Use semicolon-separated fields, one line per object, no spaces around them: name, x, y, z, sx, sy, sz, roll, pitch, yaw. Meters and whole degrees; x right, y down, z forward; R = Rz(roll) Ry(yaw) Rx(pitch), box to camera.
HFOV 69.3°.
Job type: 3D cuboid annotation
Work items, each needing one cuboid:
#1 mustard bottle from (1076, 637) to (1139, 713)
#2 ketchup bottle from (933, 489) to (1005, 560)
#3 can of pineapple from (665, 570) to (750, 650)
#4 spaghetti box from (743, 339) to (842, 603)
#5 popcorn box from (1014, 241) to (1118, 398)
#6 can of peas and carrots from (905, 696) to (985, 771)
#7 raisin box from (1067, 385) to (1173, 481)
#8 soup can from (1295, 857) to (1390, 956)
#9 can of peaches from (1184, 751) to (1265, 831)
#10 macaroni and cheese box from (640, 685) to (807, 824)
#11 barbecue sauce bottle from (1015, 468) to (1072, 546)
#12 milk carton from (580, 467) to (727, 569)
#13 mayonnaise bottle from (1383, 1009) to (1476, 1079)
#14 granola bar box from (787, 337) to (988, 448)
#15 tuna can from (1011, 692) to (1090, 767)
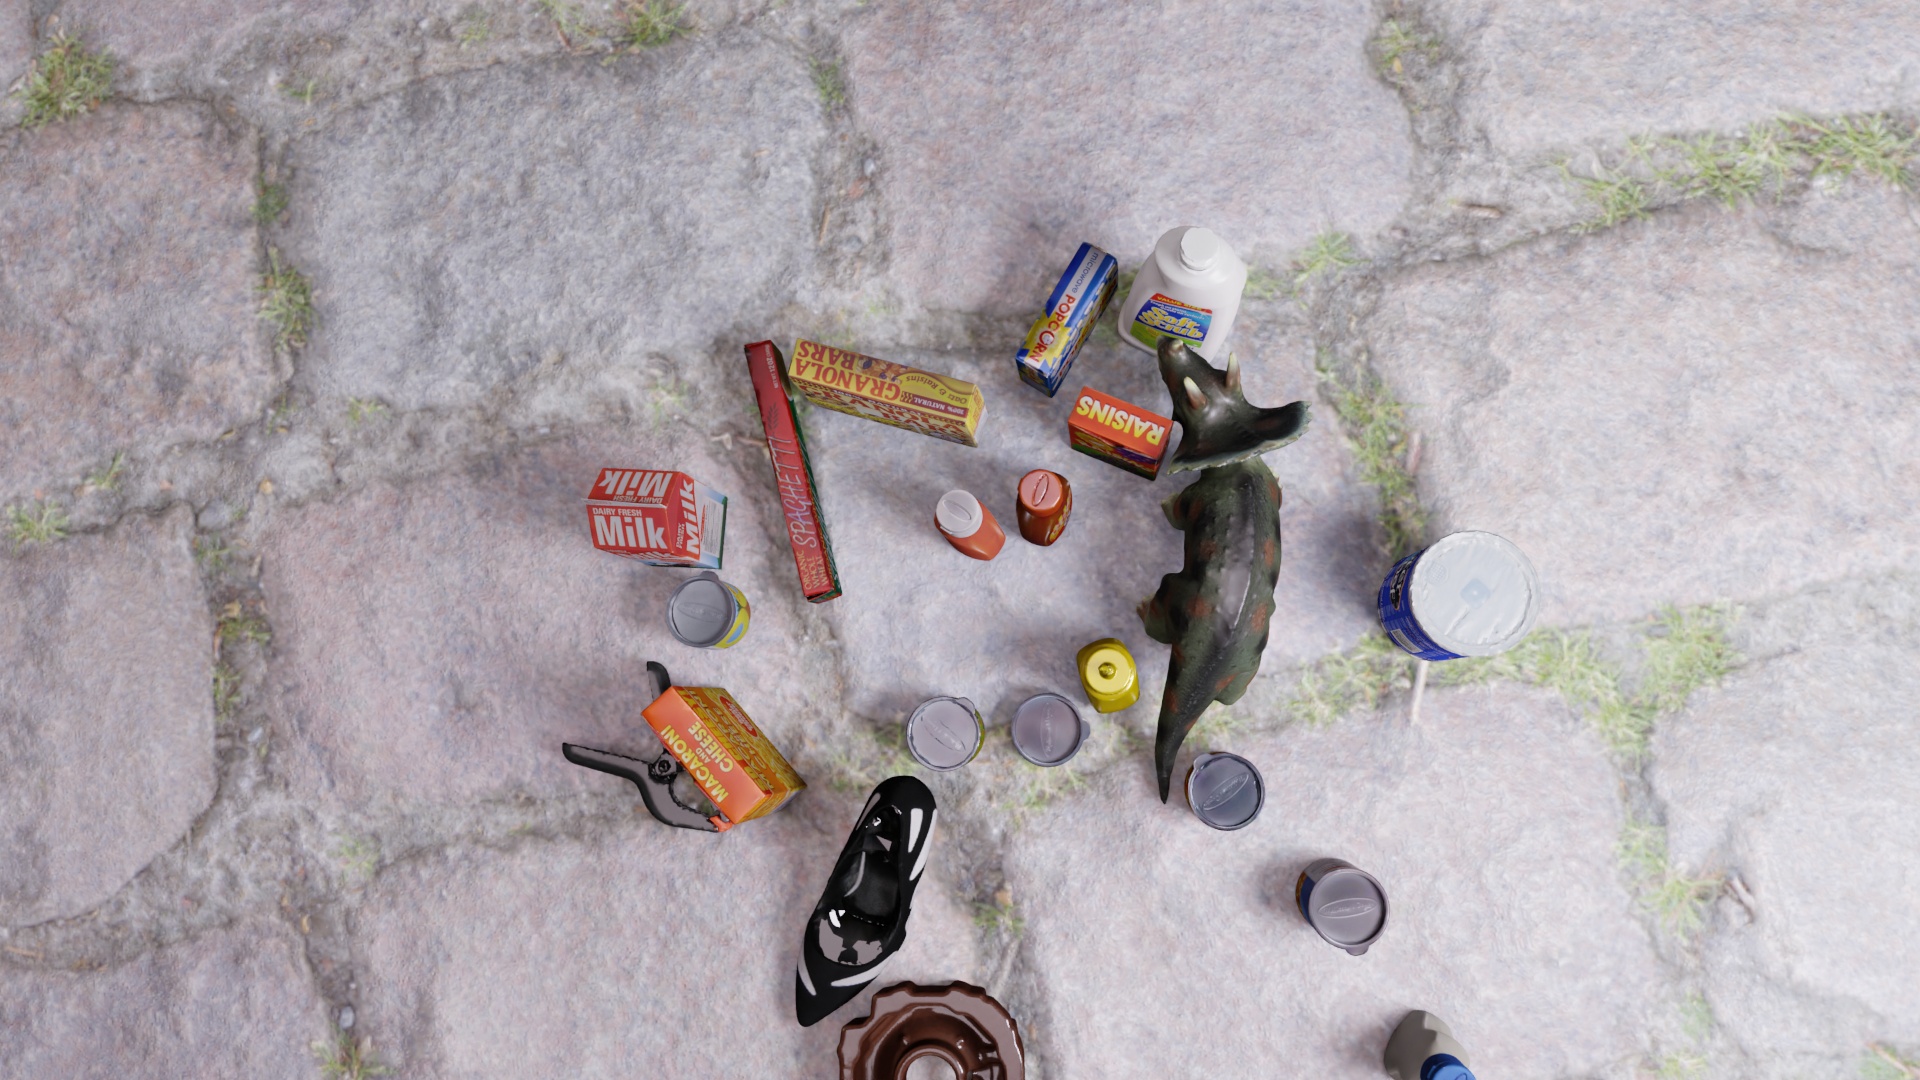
mustard bottle;0.127;0.115;1.192;0.049;0.160;0.065;-20;82;3
ketchup bottle;0.004;-0.015;1.228;0.065;0.148;0.043;33;87;9
can of pineapple;-0.232;0.066;1.286;0.071;0.058;0.071;-1;83;6
spaghetti box;-0.157;-0.064;1.300;0.029;0.050;0.250;-16;81;4
popcorn box;0.099;-0.201;1.275;0.038;0.085;0.127;30;87;9
can of peas and carrots;-0.011;0.171;1.250;0.071;0.058;0.071;-1;83;6
raisin box;0.142;-0.093;1.237;0.086;0.123;0.040;24;86;8
soup can;0.325;0.311;1.185;0.071;0.083;0.071;-1;83;6
can of peaches;0.230;0.217;1.220;0.071;0.058;0.071;-1;83;6
macaroni and cheese box;-0.203;0.186;1.212;0.040;0.166;0.124;-43;81;0
barbecue sauce bottle;0.073;-0.033;1.223;0.044;0.148;0.065;21;86;8
milk carton;-0.269;-0.020;1.234;0.072;0.190;0.073;3;83;6
mayonnaise bottle;0.385;0.428;1.131;0.041;0.148;0.065;33;87;9
granola bar box;-0.063;-0.131;1.262;0.166;0.124;0.039;15;85;7
tuna can;0.082;0.171;1.254;0.071;0.033;0.071;-1;83;6
